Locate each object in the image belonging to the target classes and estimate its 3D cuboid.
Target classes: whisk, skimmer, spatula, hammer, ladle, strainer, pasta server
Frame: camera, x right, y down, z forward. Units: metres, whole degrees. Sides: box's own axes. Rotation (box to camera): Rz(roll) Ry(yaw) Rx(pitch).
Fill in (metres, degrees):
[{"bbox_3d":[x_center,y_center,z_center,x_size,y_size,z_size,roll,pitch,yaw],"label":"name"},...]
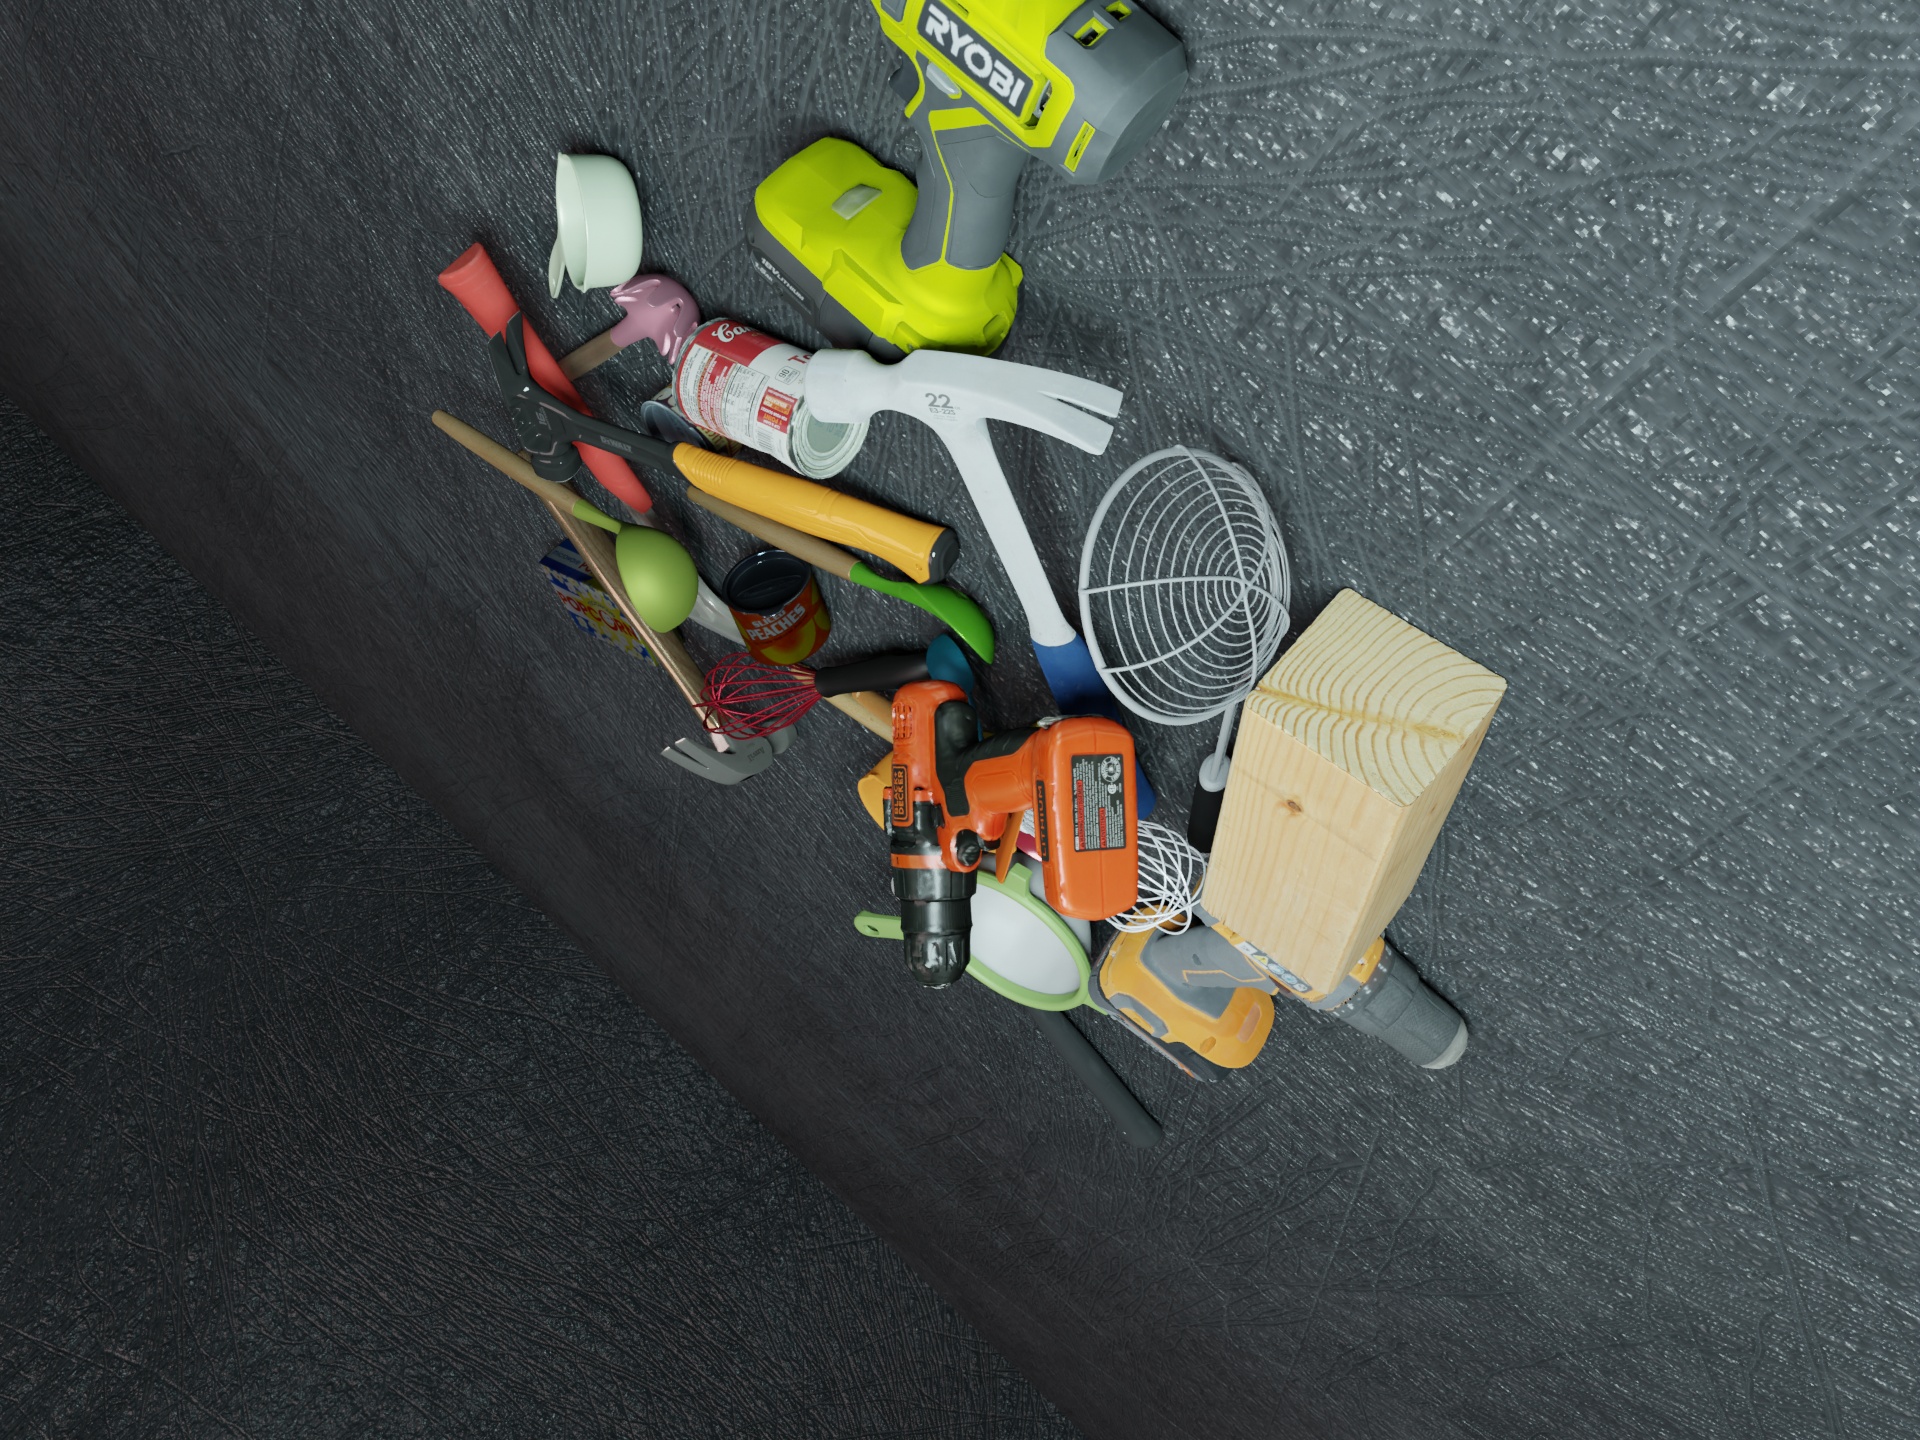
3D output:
[{"bbox_3d":[0.061,0.069,1.018,0.285,0.070,0.070,26,152,56],"label":"whisk"},{"bbox_3d":[0.115,-0.009,0.849,0.090,0.127,0.363,28,162,15],"label":"skimmer"},{"bbox_3d":[-0.016,0.020,1.077,0.041,0.081,0.323,11,-169,-29],"label":"spatula"},{"bbox_3d":[-0.257,-0.191,1.163,0.149,0.037,0.358,24,156,39],"label":"hammer"},{"bbox_3d":[-0.267,-0.089,1.329,0.031,0.130,0.331,-32,95,32],"label":"hammer"},{"bbox_3d":[-0.111,-0.027,1.197,0.296,0.073,0.073,-7,125,49],"label":"whisk"},{"bbox_3d":[-0.025,0.024,1.187,0.316,0.069,0.031,31,113,36],"label":"ladle"},{"bbox_3d":[0.075,0.256,1.404,0.334,0.035,0.146,52,156,-16],"label":"hammer"},{"bbox_3d":[0.014,0.152,1.266,0.256,0.069,0.151,-3,129,48],"label":"strainer"},{"bbox_3d":[-0.247,-0.254,1.091,0.060,0.040,0.316,49,157,-22],"label":"pasta server"},{"bbox_3d":[0.053,-0.051,0.859,0.144,0.035,0.405,9,152,24],"label":"hammer"},{"bbox_3d":[-0.153,-0.162,1.017,0.337,0.034,0.127,22,148,20],"label":"hammer"},{"bbox_3d":[-0.309,-0.160,1.194,0.320,0.062,0.078,32,171,30],"label":"ladle"}]

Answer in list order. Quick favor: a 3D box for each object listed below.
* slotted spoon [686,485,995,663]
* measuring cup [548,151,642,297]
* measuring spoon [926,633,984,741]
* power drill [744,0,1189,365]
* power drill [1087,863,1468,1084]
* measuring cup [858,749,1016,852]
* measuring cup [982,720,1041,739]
[{"bbox_3d":[-0.088,-0.111,1.080,0.314,0.031,0.070,28,173,37],"label":"slotted spoon"},{"bbox_3d":[-0.228,-0.293,0.982,0.167,0.038,0.083,171,89,-69],"label":"measuring cup"},{"bbox_3d":[-0.002,-0.003,1.086,0.042,0.021,0.128,44,157,44],"label":"measuring spoon"},{"bbox_3d":[-0.022,-0.259,0.681,0.190,0.080,0.228,42,153,3],"label":"power drill"},{"bbox_3d":[0.199,0.171,1.021,0.185,0.084,0.226,37,151,-3],"label":"power drill"},{"bbox_3d":[-0.004,0.066,1.204,0.174,0.052,0.095,10,139,49],"label":"measuring cup"},{"bbox_3d":[0.030,0.027,1.112,0.157,0.029,0.062,9,138,54],"label":"measuring cup"}]
